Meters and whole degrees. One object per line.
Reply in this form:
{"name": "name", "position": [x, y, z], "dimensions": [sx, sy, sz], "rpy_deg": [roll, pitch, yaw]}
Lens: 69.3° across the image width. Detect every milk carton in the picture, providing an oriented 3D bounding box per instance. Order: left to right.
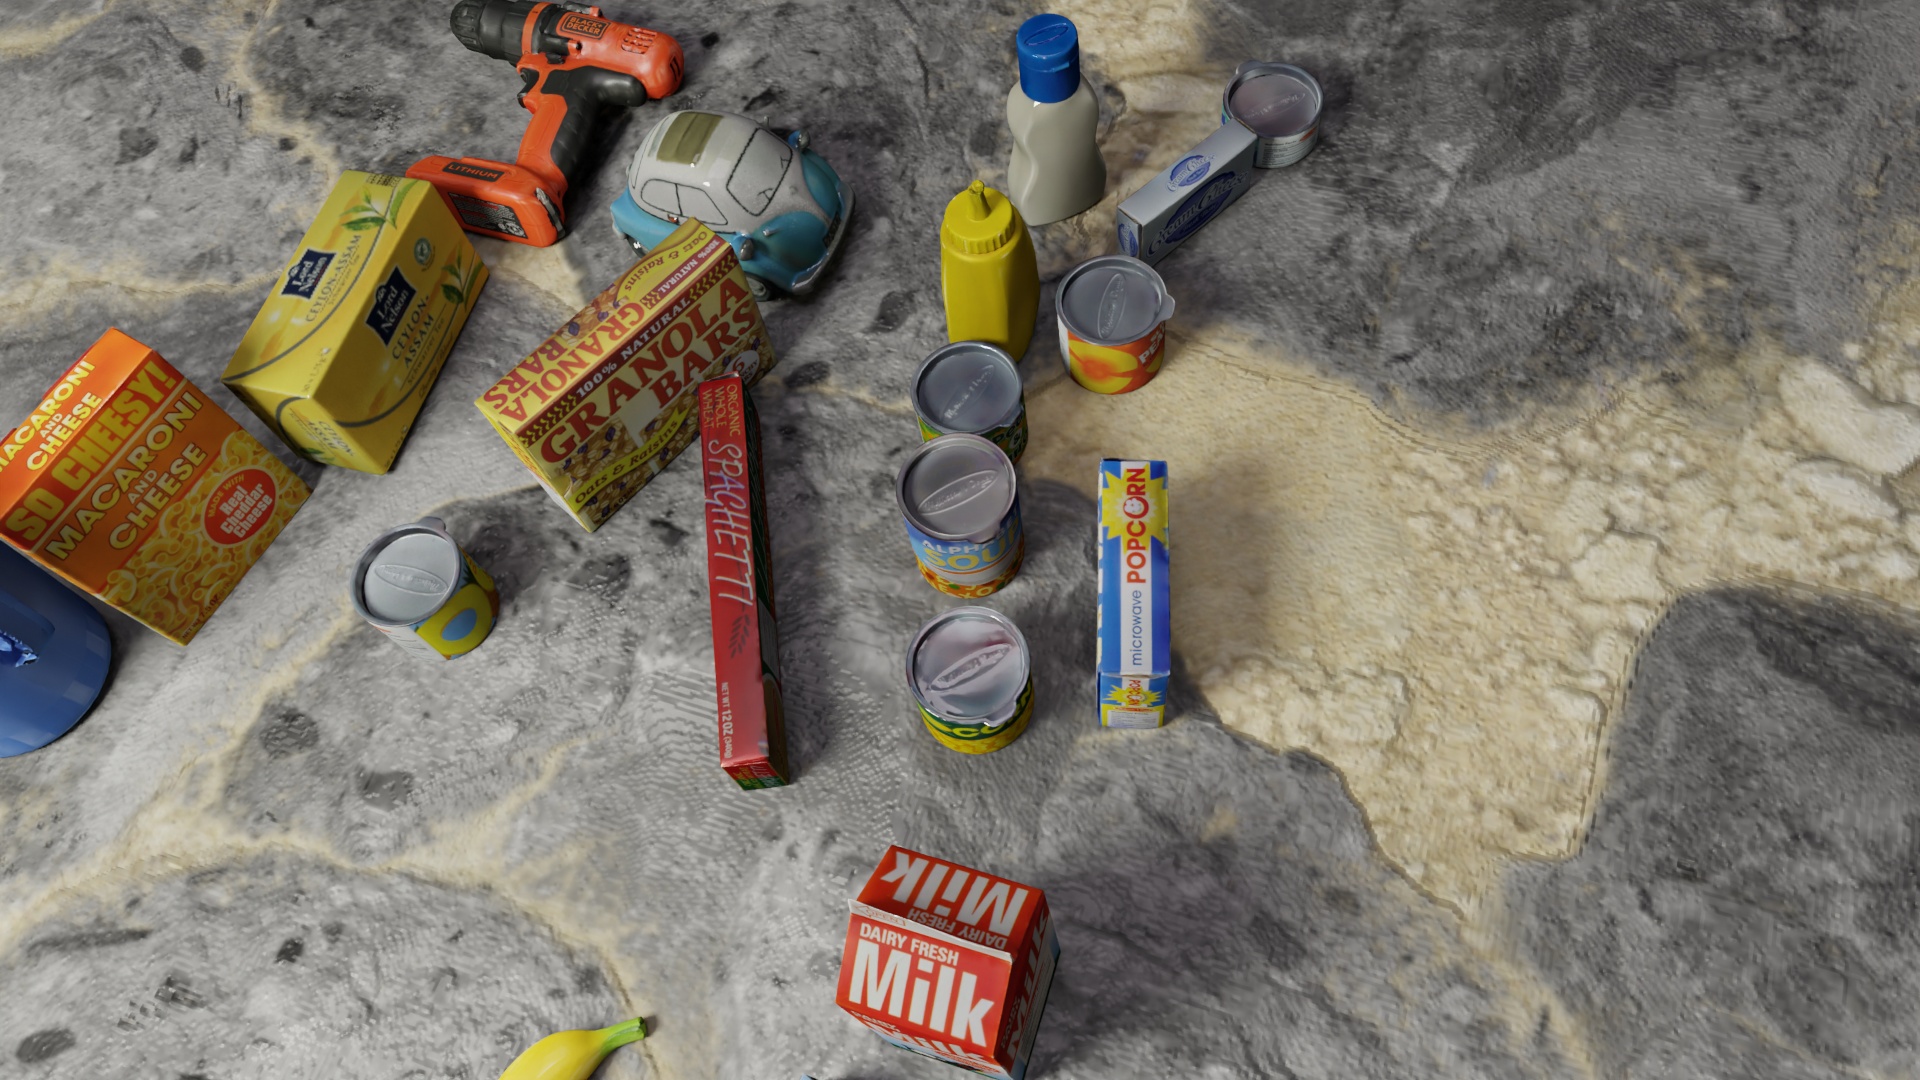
{"name": "milk carton", "position": [-0.002, 0.193, 0.628], "dimensions": [0.072, 0.189, 0.074], "rpy_deg": [14, 67, 13]}

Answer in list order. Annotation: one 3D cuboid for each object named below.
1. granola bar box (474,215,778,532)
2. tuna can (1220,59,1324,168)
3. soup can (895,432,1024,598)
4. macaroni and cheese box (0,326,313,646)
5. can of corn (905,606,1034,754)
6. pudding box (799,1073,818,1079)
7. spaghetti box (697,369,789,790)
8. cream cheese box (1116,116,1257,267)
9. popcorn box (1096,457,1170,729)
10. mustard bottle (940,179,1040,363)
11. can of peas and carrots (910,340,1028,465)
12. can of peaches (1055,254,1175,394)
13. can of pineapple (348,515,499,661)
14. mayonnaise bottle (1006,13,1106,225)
{"name": "granola bar box", "position": [-0.191, -0.096, 0.829], "dimensions": [0.039, 0.123, 0.166], "rpy_deg": [38, 74, 21]}
{"name": "tuna can", "position": [0.206, -0.286, 0.929], "dimensions": [0.071, 0.032, 0.071], "rpy_deg": [-3, 64, 5]}
{"name": "soup can", "position": [0.003, -0.010, 0.787], "dimensions": [0.071, 0.083, 0.071], "rpy_deg": [-3, 64, 5]}
{"name": "macaroni and cheese box", "position": [-0.469, -0.026, 0.802], "dimensions": [0.040, 0.165, 0.124], "rpy_deg": [25, 69, 17]}
{"name": "can of corn", "position": [0.008, 0.079, 0.757], "dimensions": [0.071, 0.058, 0.071], "rpy_deg": [-3, 64, 5]}
{"name": "pudding box", "position": [-0.050, 0.294, 0.661], "dimensions": [0.084, 0.049, 0.030], "rpy_deg": [34, 72, 20]}
{"name": "spaghetti box", "position": [-0.127, 0.019, 0.806], "dimensions": [0.029, 0.050, 0.251], "rpy_deg": [-10, 63, 2]}
{"name": "cream cheese box", "position": [0.145, -0.221, 0.892], "dimensions": [0.104, 0.053, 0.024], "rpy_deg": [-39, 66, -13]}
{"name": "popcorn box", "position": [0.094, 0.030, 0.756], "dimensions": [0.038, 0.085, 0.127], "rpy_deg": [0, 64, 7]}
{"name": "mustard bottle", "position": [0.016, -0.163, 0.819], "dimensions": [0.049, 0.159, 0.065], "rpy_deg": [17, 67, 14]}
{"name": "can of peas and carrots", "position": [0.009, -0.076, 0.833], "dimensions": [0.071, 0.058, 0.071], "rpy_deg": [-3, 64, 5]}
{"name": "can of peaches", "position": [0.095, -0.131, 0.851], "dimensions": [0.071, 0.058, 0.071], "rpy_deg": [-3, 64, 5]}
{"name": "can of pineapple", "position": [-0.313, 0.030, 0.818], "dimensions": [0.071, 0.057, 0.071], "rpy_deg": [-3, 64, 5]}
{"name": "mayonnaise bottle", "position": [0.058, -0.261, 0.869], "dimensions": [0.065, 0.147, 0.041], "rpy_deg": [-23, 64, -5]}
